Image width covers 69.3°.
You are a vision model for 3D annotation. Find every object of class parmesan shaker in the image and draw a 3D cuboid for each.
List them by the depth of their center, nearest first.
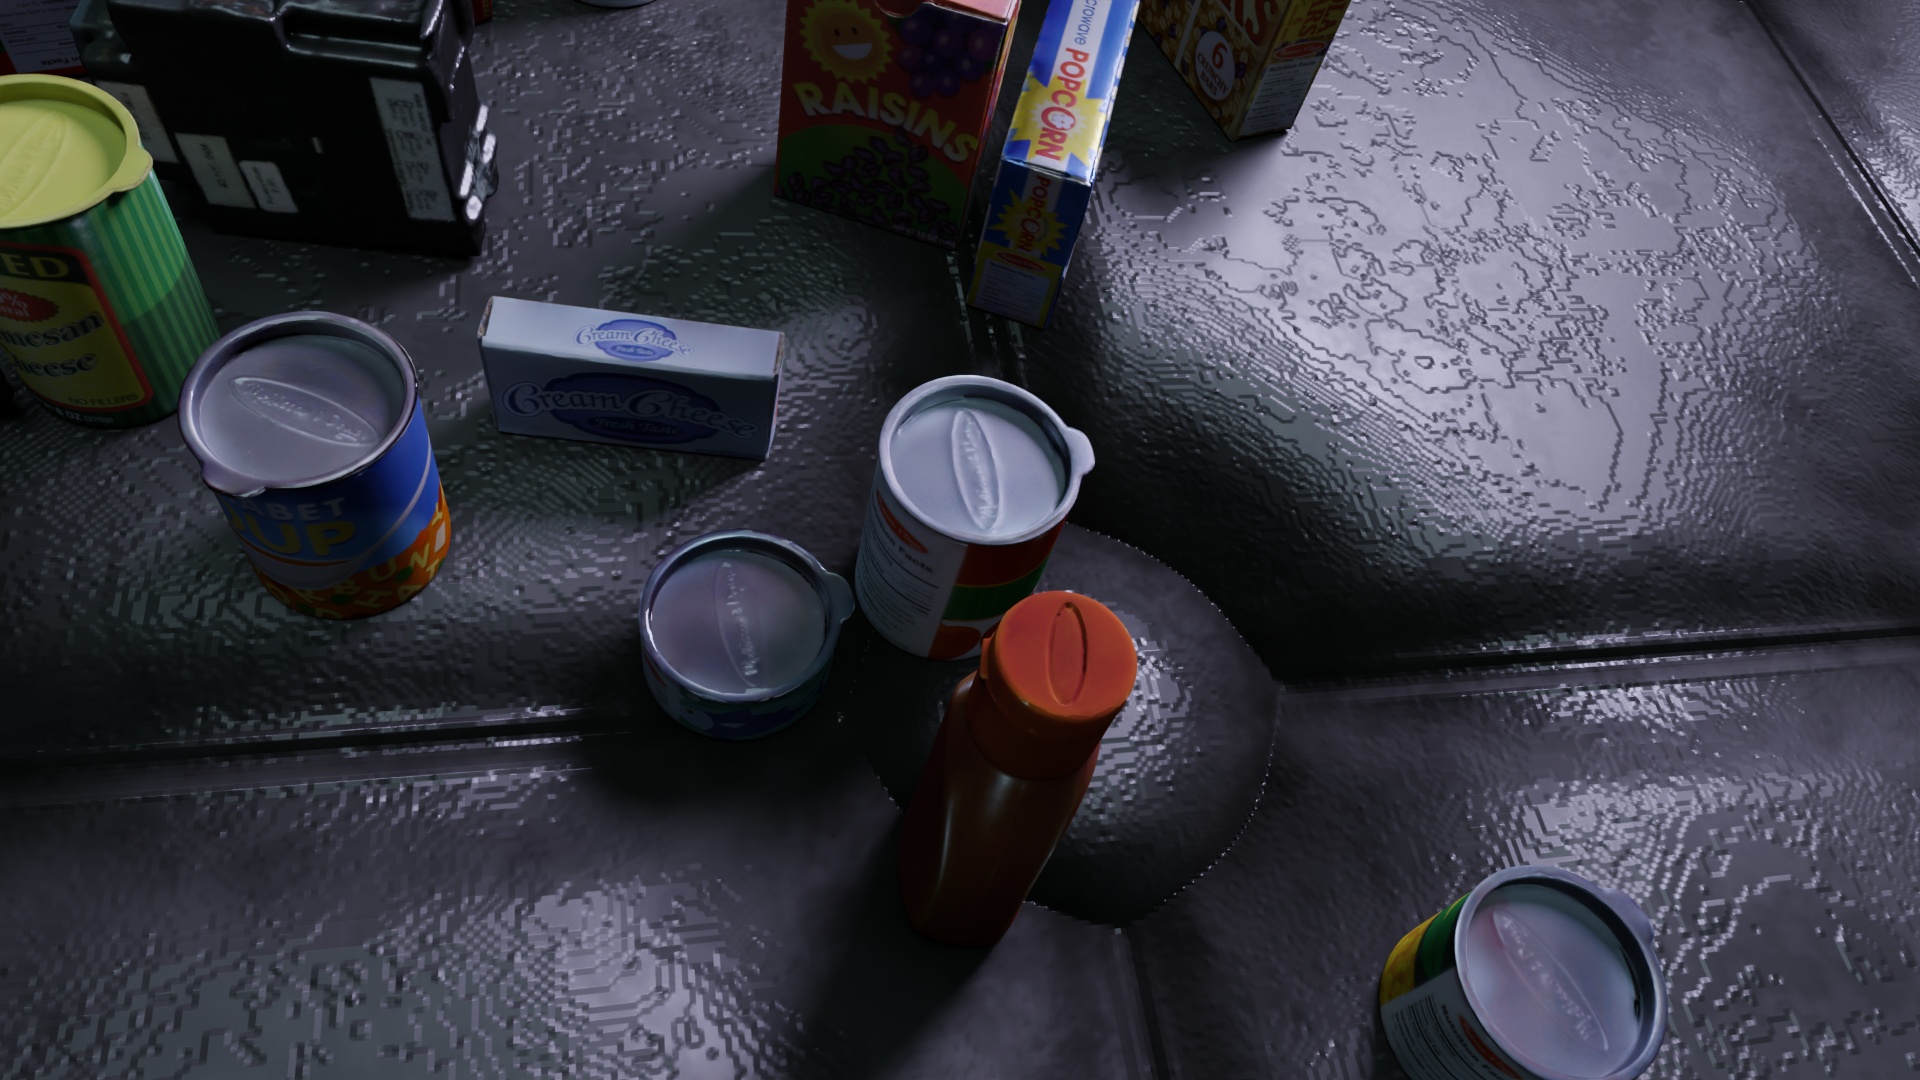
[{"bbox_3d":[-0.292,-0.092,0.463,0.071,0.102,0.071,5,57,-8],"label":"parmesan shaker"}]

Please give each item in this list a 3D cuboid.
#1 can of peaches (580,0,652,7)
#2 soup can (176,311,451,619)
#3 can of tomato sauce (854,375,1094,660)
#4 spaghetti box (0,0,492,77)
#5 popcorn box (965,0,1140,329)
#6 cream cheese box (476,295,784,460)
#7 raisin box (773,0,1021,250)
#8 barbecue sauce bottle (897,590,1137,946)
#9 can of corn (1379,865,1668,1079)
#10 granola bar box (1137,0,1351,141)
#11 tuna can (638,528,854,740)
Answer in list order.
[{"bbox_3d":[-0.164,-0.293,0.645,0.071,0.057,0.071,5,57,-8],"label":"can of peaches"},{"bbox_3d":[-0.205,-0.020,0.446,0.071,0.083,0.071,5,57,-8],"label":"soup can"},{"bbox_3d":[0.002,-0.006,0.480,0.071,0.082,0.071,5,57,-8],"label":"can of tomato sauce"},{"bbox_3d":[-0.324,-0.226,0.575,0.251,0.050,0.029,-17,63,-21],"label":"spaghetti box"},{"bbox_3d":[0.040,-0.166,0.589,0.038,0.084,0.127,16,56,-1],"label":"popcorn box"},{"bbox_3d":[-0.118,-0.058,0.506,0.104,0.053,0.024,6,57,-8],"label":"cream cheese box"},{"bbox_3d":[-0.028,-0.184,0.563,0.086,0.122,0.040,18,56,0],"label":"raisin box"},{"bbox_3d":[0.013,0.066,0.397,0.044,0.147,0.065,10,57,-5],"label":"barbecue sauce bottle"},{"bbox_3d":[0.175,0.142,0.435,0.071,0.058,0.071,5,57,-8],"label":"can of corn"},{"bbox_3d":[0.122,-0.295,0.665,0.039,0.123,0.166,-18,63,-21],"label":"granola bar box"},{"bbox_3d":[-0.072,0.031,0.471,0.071,0.032,0.071,5,57,-8],"label":"tuna can"}]
